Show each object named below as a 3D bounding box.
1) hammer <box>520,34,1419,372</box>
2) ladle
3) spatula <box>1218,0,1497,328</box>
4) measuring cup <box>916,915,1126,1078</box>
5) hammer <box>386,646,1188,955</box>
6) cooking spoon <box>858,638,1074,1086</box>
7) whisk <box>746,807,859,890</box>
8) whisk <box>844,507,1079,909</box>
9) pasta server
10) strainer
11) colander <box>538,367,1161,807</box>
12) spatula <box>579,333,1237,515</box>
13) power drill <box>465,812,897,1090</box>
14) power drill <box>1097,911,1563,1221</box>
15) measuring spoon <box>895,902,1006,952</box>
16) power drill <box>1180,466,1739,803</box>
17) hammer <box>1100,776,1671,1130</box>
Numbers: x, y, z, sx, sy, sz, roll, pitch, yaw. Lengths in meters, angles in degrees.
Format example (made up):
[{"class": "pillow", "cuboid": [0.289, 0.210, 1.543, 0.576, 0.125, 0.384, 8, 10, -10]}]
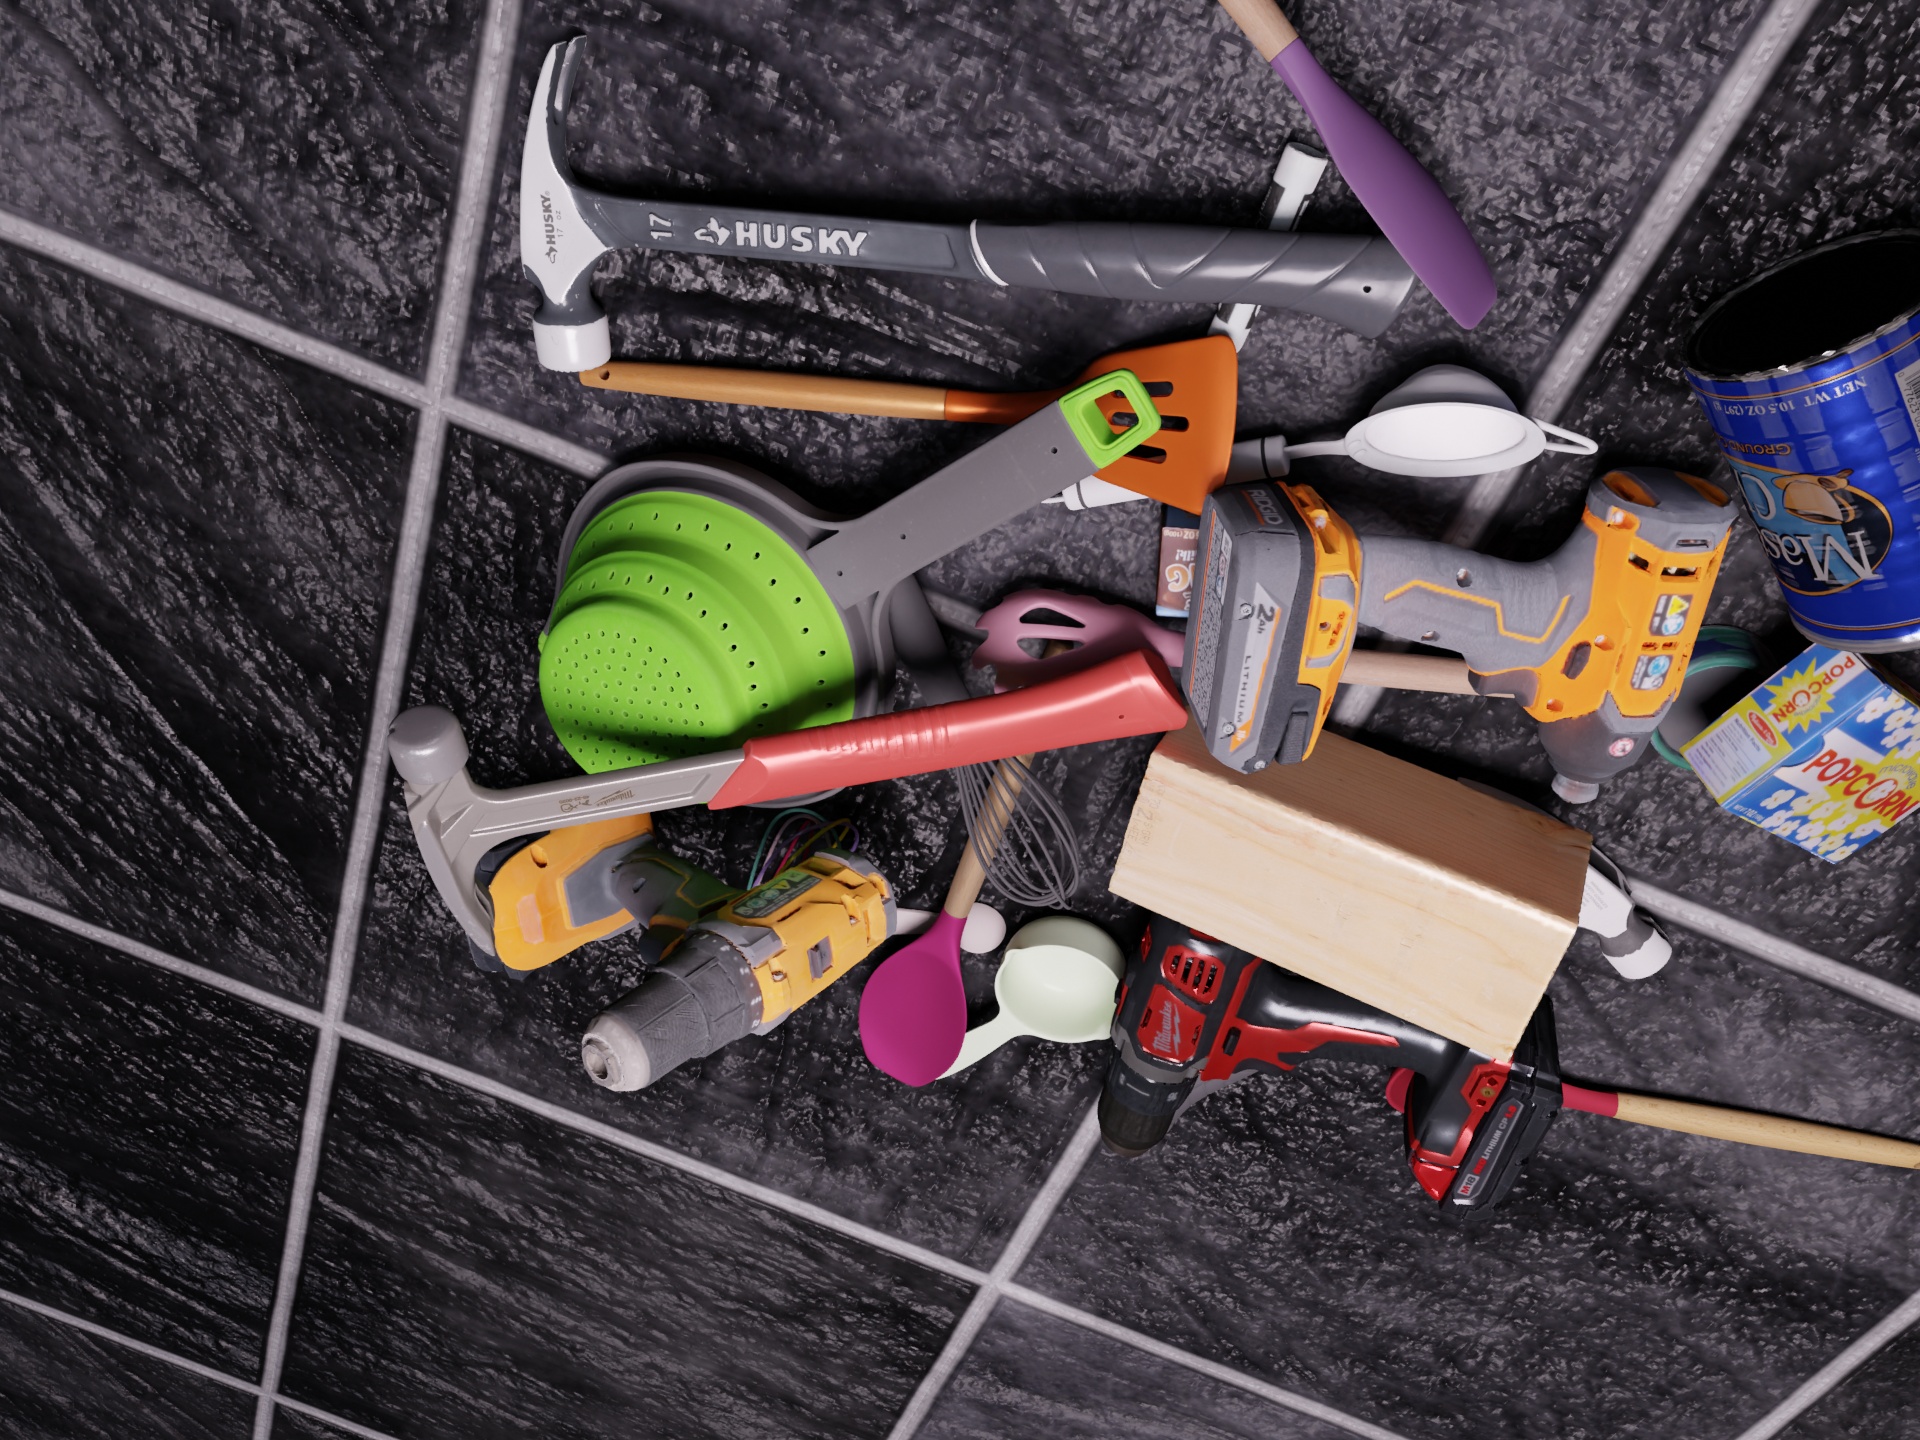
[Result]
[{"class": "hammer", "cuboid": [-0.006, -0.213, 0.701, 0.409, 0.036, 0.149, 7, 122, 11]}, {"class": "ladle", "cuboid": [0.403, 0.226, 0.916, 0.315, 0.031, 0.069, 9, 133, 4]}, {"class": "spatula", "cuboid": [0.112, -0.285, 0.624, 0.316, 0.060, 0.018, 49, 140, -8]}, {"class": "measuring cup", "cuboid": [0.031, 0.171, 0.957, 0.083, 0.038, 0.167, 42, 126, -15]}, {"class": "hammer", "cuboid": [-0.071, 0.025, 0.751, 0.359, 0.037, 0.149, -10, 136, -6]}, {"class": "cooking spoon", "cuboid": [0.006, 0.088, 0.902, 0.069, 0.017, 0.318, 27, 120, 12]}, {"class": "whisk", "cuboid": [-0.133, 0.132, 0.963, 0.051, 0.047, 0.245, 31, 127, -10]}, {"class": "whisk", "cuboid": [0.000, -0.003, 0.826, 0.055, 0.055, 0.239, -23, 101, 25]}, {"class": "pasta server", "cuboid": [0.164, -0.029, 0.794, 0.316, 0.060, 0.040, 5, 168, 1]}, {"class": "strainer", "cuboid": [0.153, -0.126, 0.733, 0.258, 0.050, 0.086, -7, 165, 22]}, {"class": "colander", "cuboid": [-0.082, -0.053, 0.757, 0.397, 0.094, 0.204, -25, 104, 35]}, {"class": "spatula", "cuboid": [-0.032, -0.153, 0.755, 0.322, 0.041, 0.081, 7, 103, 10]}, {"class": "power drill", "cuboid": [-0.173, 0.111, 0.836, 0.226, 0.185, 0.084, 12, 119, 35]}, {"class": "power drill", "cuboid": [0.190, 0.194, 0.872, 0.226, 0.080, 0.187, 17, 125, 5]}, {"class": "measuring spoon", "cuboid": [-0.035, 0.125, 0.950, 0.124, 0.018, 0.034, 1, 123, 12]}, {"class": "power drill", "cuboid": [0.221, -0.031, 0.723, 0.226, 0.084, 0.164, -1, 121, -6]}, {"class": "hammer", "cuboid": [0.213, 0.156, 0.907, 0.334, 0.035, 0.146, -36, 110, 29]}]
